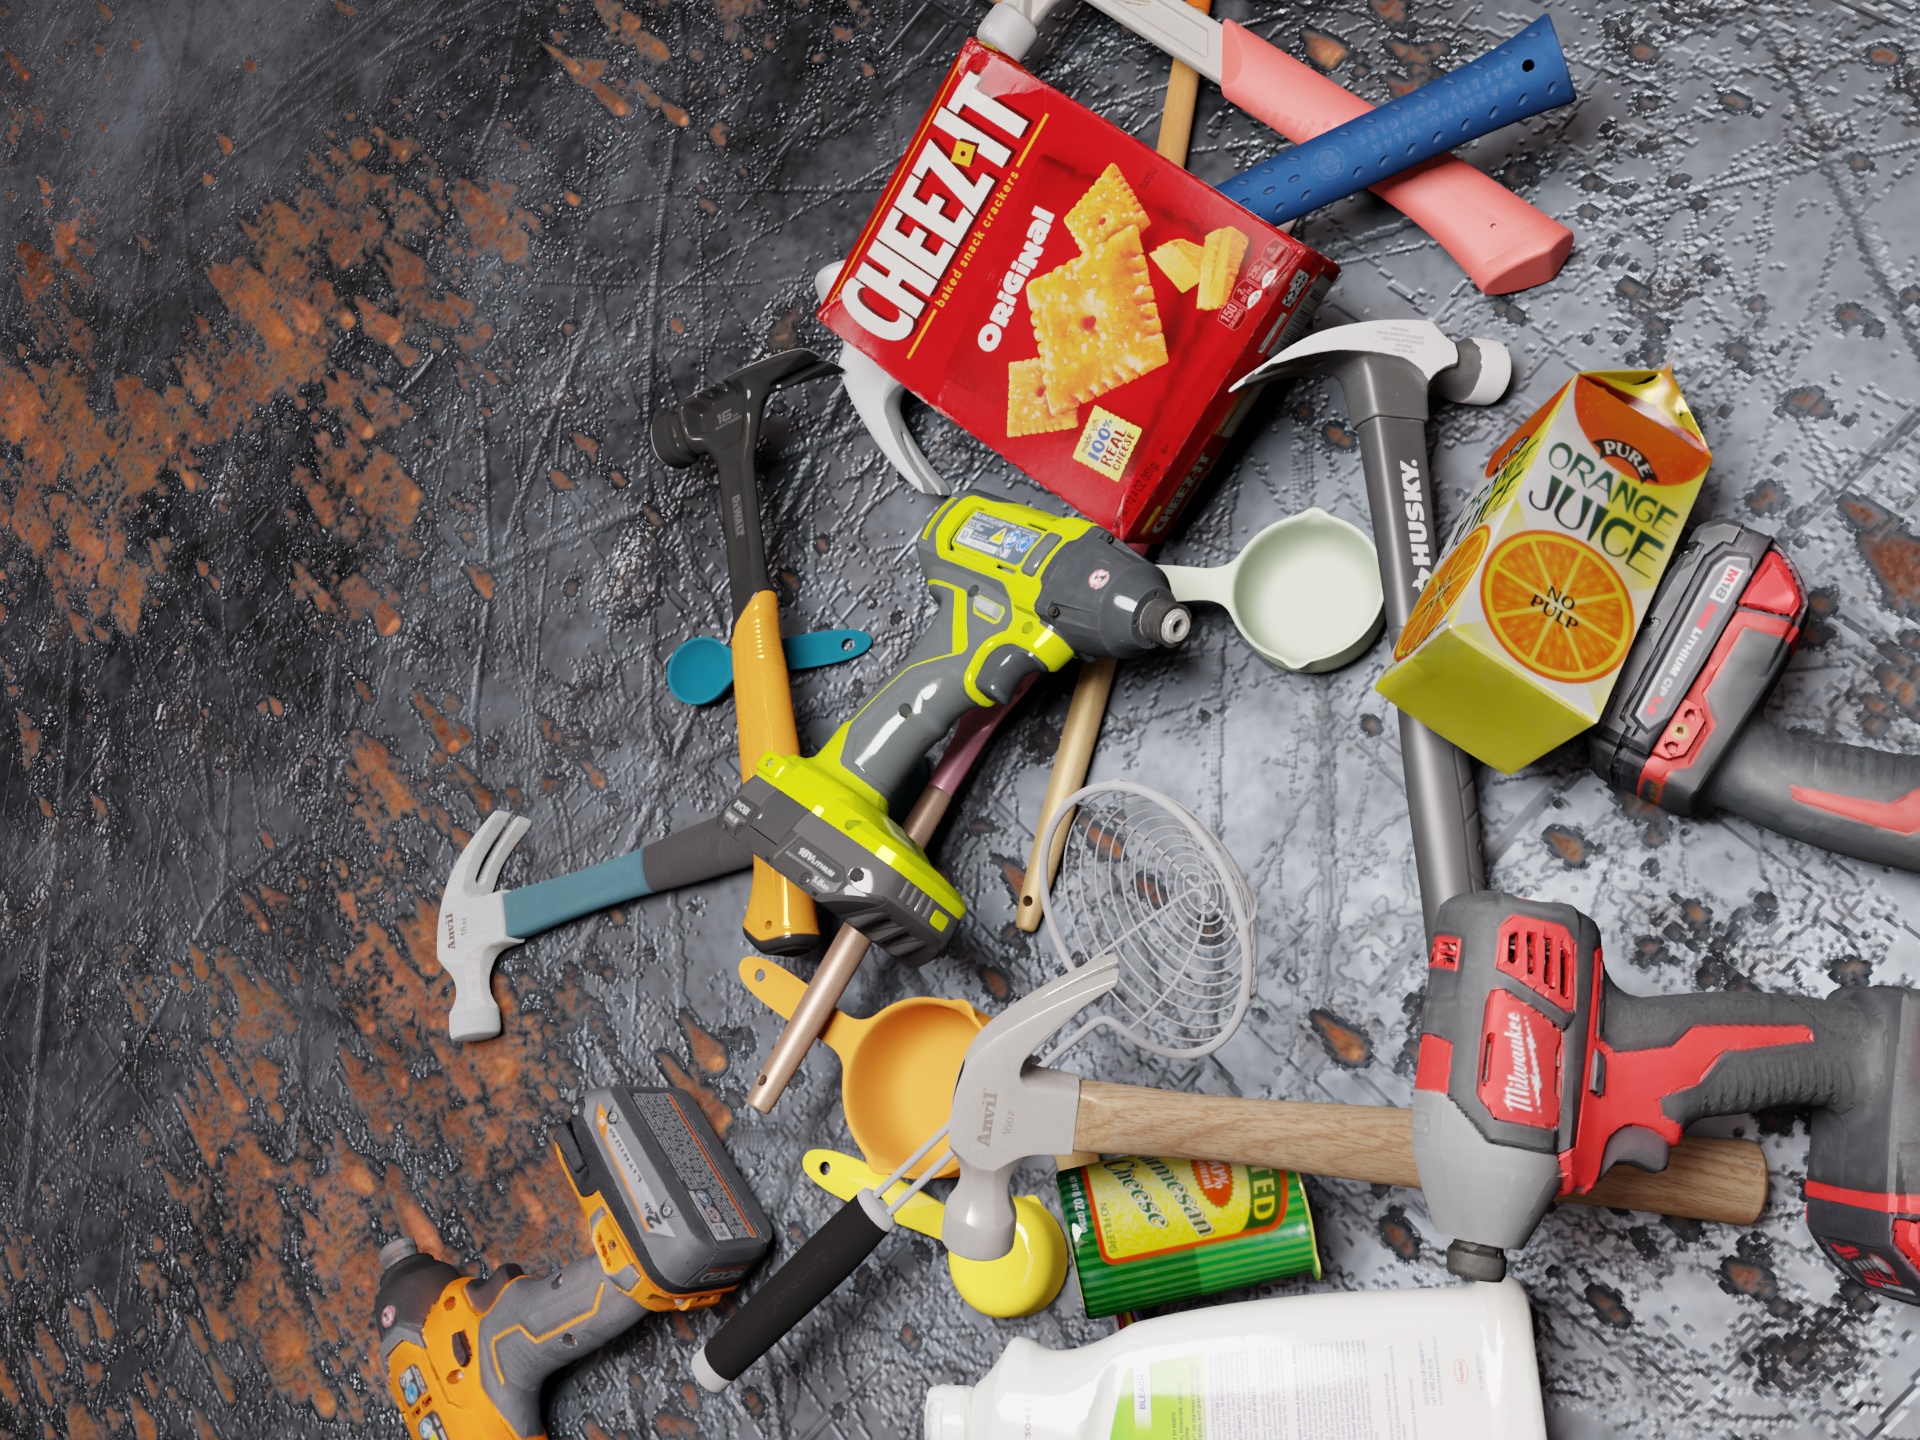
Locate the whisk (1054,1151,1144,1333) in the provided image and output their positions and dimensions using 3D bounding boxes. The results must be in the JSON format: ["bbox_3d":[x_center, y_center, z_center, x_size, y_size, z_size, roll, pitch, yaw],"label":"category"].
[{"bbox_3d":[0.083,0.290,0.731,0.051,0.047,0.245,-27,62,18],"label":"whisk"}]

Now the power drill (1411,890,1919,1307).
[{"bbox_3d":[0.280,0.152,0.600,0.219,0.078,0.143,11,79,-1],"label":"power drill"}]

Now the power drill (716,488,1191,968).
[{"bbox_3d":[-0.001,-0.002,0.768,0.171,0.080,0.223,27,78,48],"label":"power drill"}]

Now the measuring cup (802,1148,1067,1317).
[{"bbox_3d":[-0.021,0.249,0.798,0.157,0.029,0.062,16,83,27],"label":"measuring cup"}]

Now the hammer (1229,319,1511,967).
[{"bbox_3d":[0.209,-0.026,0.733,0.035,0.146,0.335,153,115,-64],"label":"hammer"}]

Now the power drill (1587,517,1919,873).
[{"bbox_3d":[0.397,-0.001,0.646,0.227,0.080,0.188,31,90,27],"label":"power drill"}]

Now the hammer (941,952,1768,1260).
[{"bbox_3d":[0.161,0.170,0.651,0.331,0.031,0.130,5,103,0],"label":"hammer"}]

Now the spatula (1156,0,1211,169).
[{"bbox_3d":[0.128,-0.387,0.907,0.081,0.041,0.323,6,79,23],"label":"spatula"}]

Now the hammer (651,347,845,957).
[{"bbox_3d":[-0.105,-0.039,0.877,0.127,0.034,0.337,-19,70,31],"label":"hammer"}]

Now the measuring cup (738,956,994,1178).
[{"bbox_3d":[-0.041,0.169,0.822,0.174,0.052,0.095,27,88,31],"label":"measuring cup"}]

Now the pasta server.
[{"bbox_3d":[-0.029,0.056,0.822,0.060,0.040,0.316,14,68,45],"label":"pasta server"}]

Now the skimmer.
[{"bbox_3d":[-0.010,0.180,0.719,0.363,0.090,0.127,-45,62,8],"label":"skimmer"}]

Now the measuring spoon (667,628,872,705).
[{"bbox_3d":[-0.110,-0.034,0.937,0.128,0.021,0.042,-9,72,14],"label":"measuring spoon"}]

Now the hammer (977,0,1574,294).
[{"bbox_3d":[0.176,-0.345,0.851,0.359,0.036,0.149,42,97,23],"label":"hammer"}]

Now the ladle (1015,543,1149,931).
[{"bbox_3d":[0.076,-0.042,0.841,0.069,0.031,0.315,12,83,28],"label":"ladle"}]

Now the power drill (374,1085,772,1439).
[{"bbox_3d":[-0.225,0.298,0.857,0.226,0.084,0.164,-46,61,11],"label":"power drill"}]

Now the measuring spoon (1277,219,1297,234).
[{"bbox_3d":[0.156,-0.253,0.867,0.034,0.018,0.124,33,90,30],"label":"measuring spoon"}]

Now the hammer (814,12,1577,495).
[{"bbox_3d":[0.112,-0.246,0.831,0.405,0.035,0.144,-19,88,26],"label":"hammer"}]

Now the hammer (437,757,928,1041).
[{"bbox_3d":[-0.167,0.083,0.918,0.331,0.033,0.128,-19,69,20],"label":"hammer"}]

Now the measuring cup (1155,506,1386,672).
[{"bbox_3d":[0.134,-0.063,0.809,0.168,0.038,0.083,4,77,26],"label":"measuring cup"}]
